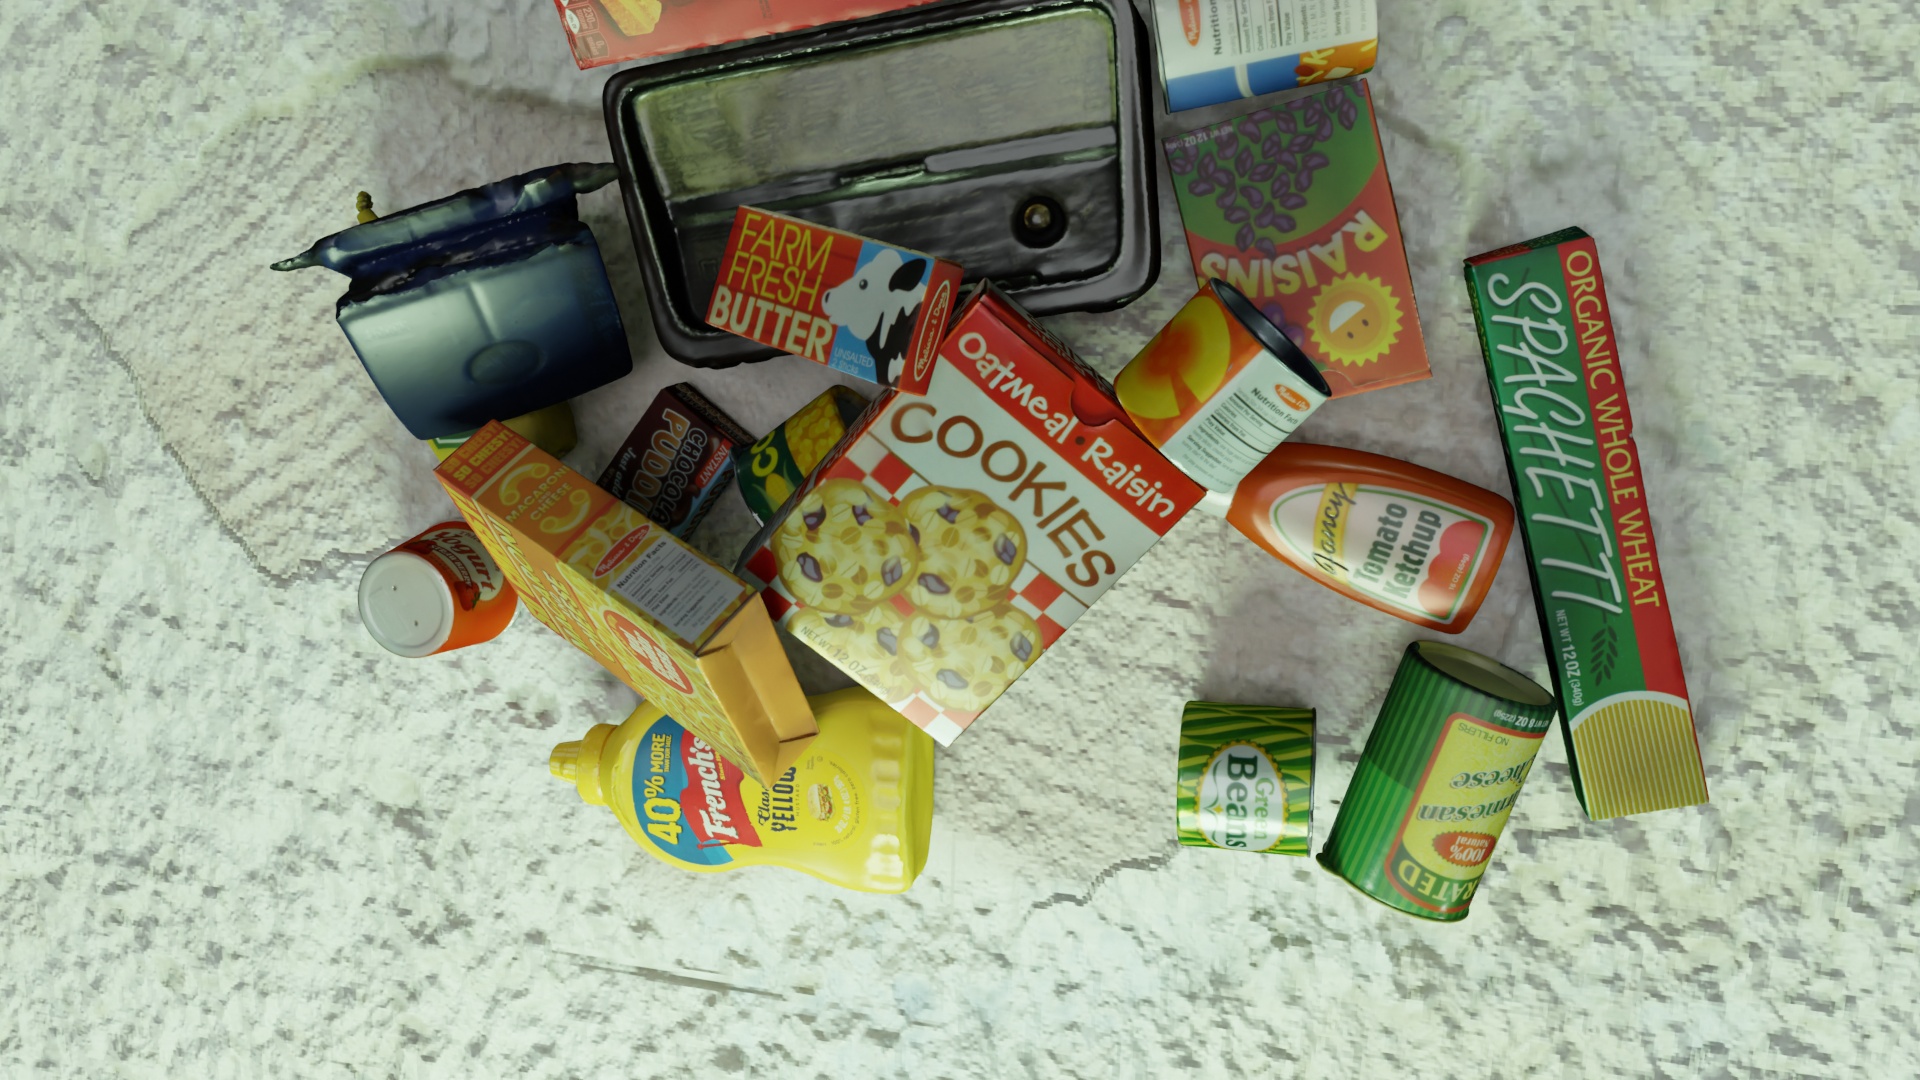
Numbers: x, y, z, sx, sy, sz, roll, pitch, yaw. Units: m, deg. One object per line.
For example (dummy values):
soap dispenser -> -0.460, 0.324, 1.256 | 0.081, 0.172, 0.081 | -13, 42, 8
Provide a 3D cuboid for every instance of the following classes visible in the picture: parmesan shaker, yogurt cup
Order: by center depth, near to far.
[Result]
parmesan shaker -> 0.204, 0.102, 0.600 | 0.071, 0.071, 0.102 | 20, 105, 9
yogurt cup -> -0.265, 0.027, 0.703 | 0.072, 0.054, 0.072 | 3, 102, 14

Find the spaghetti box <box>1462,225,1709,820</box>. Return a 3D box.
spaghetti box -> 0.263, -0.004, 0.587 | 0.050, 0.029, 0.249 | -13, 98, 15

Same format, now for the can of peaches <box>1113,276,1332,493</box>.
can of peaches -> 0.103, -0.062, 0.554 | 0.071, 0.071, 0.058 | 44, 111, 1

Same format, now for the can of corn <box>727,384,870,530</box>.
can of corn -> -0.062, -0.031, 0.637 | 0.058, 0.071, 0.071 | -34, 92, 16

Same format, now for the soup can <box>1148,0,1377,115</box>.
soup can -> 0.119, -0.213, 0.560 | 0.084, 0.071, 0.071 | -9, 99, 10

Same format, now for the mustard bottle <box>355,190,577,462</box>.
mustard bottle -> -0.253, -0.100, 0.677 | 0.065, 0.049, 0.160 | -33, 92, 13

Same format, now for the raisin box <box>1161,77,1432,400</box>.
raisin box -> 0.142, -0.120, 0.586 | 0.086, 0.040, 0.123 | -13, 99, 14

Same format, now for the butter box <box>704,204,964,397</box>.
butter box -> -0.051, -0.096, 0.547 | 0.103, 0.024, 0.053 | 21, 98, 31

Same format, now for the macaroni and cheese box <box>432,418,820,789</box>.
macaroni and cheese box -> -0.146, 0.029, 0.622 | 0.167, 0.123, 0.040 | 31, 64, 26

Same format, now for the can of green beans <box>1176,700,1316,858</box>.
can of green beans -> 0.128, 0.106, 0.620 | 0.058, 0.071, 0.071 | 2, 102, 13

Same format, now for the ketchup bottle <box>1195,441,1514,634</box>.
ketchup bottle -> 0.156, -0.013, 0.602 | 0.149, 0.044, 0.064 | 21, 112, 9

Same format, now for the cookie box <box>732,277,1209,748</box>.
cookie box -> 0.002, -0.007, 0.585 | 0.123, 0.040, 0.167 | 38, 111, -14

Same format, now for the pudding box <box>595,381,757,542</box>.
pudding box -> -0.143, -0.029, 0.676 | 0.049, 0.030, 0.083 | 40, 107, 2
